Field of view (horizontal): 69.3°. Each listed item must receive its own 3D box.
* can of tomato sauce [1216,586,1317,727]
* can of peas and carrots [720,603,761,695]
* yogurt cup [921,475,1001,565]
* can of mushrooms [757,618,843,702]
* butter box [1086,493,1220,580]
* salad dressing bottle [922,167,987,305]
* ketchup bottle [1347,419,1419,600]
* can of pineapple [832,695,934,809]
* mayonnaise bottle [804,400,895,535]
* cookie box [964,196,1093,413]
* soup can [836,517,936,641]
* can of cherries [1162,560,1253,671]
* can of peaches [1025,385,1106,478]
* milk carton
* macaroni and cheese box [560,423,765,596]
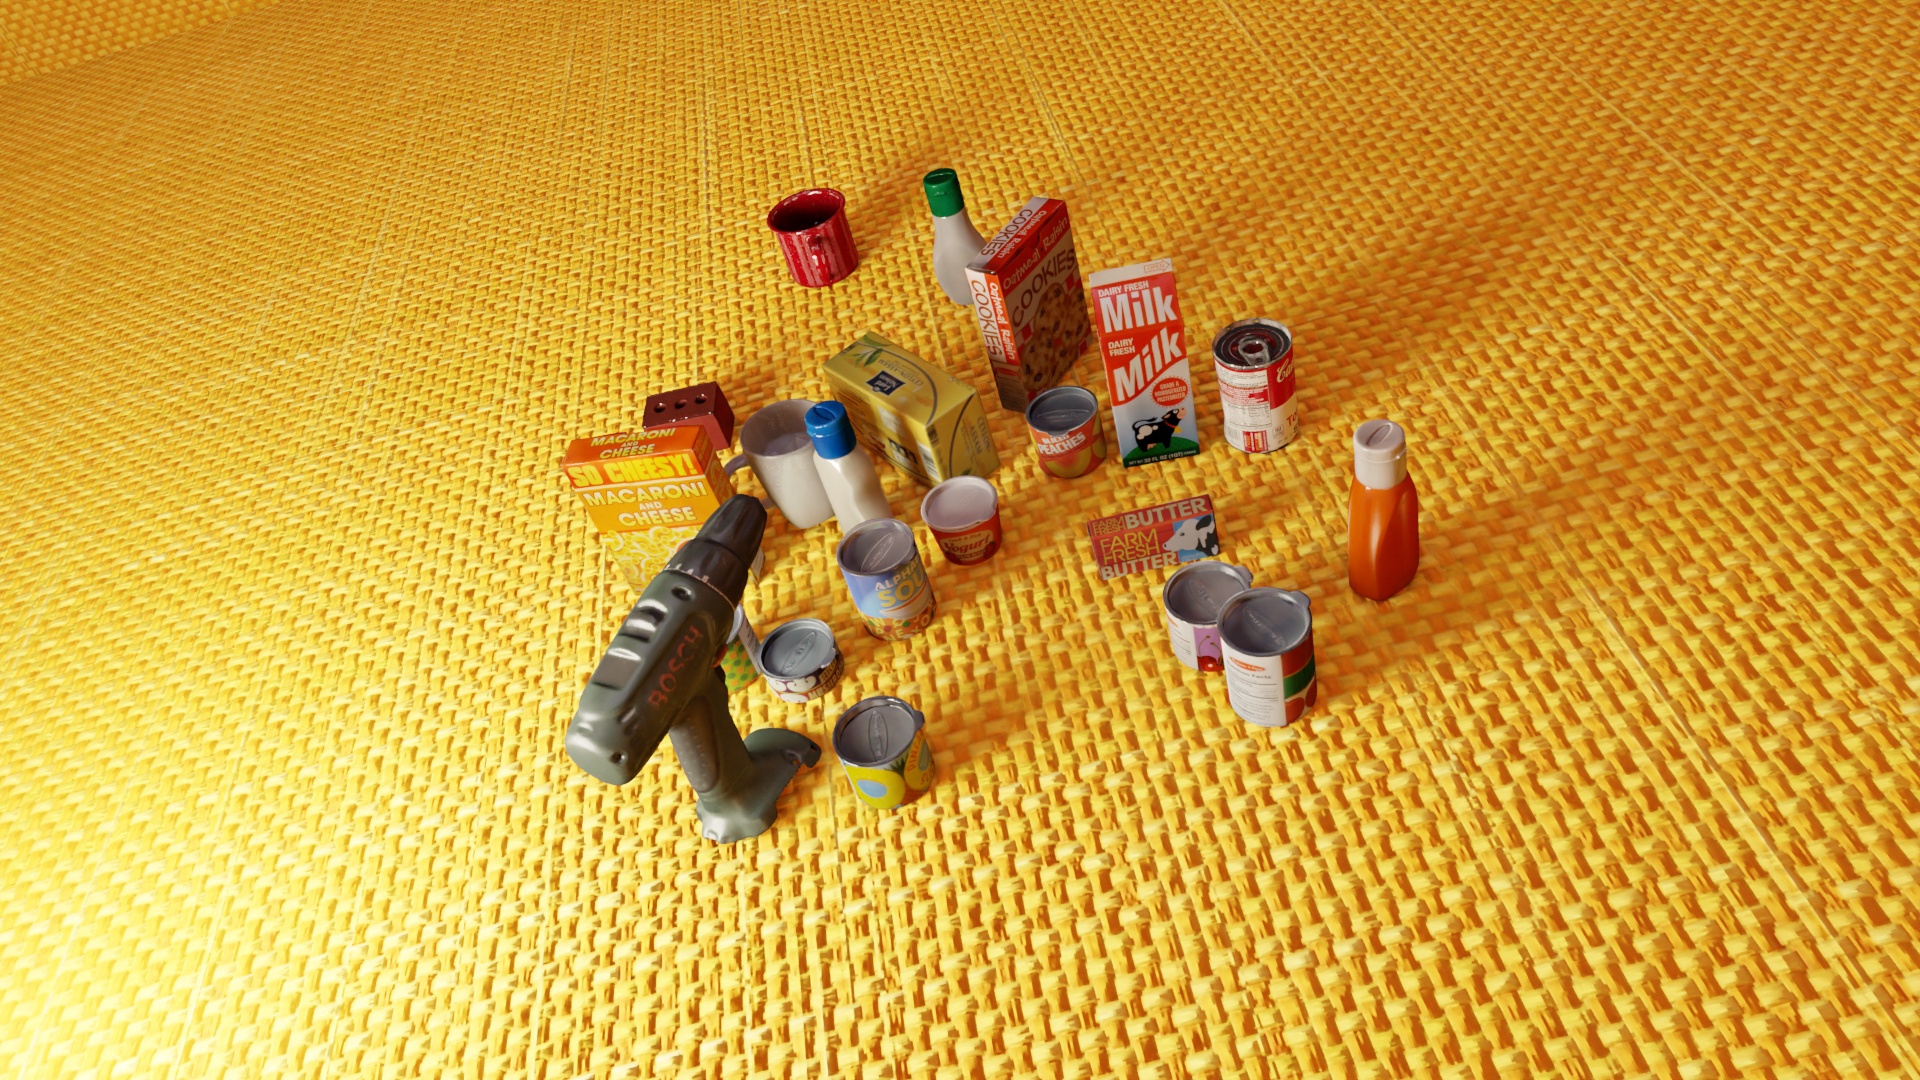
[{"bbox_3d":[0.226,0.084,1.013,0.071,0.082,0.071,-9,43,9],"label":"can of tomato sauce"},{"bbox_3d":[-0.206,0.090,1.167,0.071,0.058,0.071,-9,43,9],"label":"can of peas and carrots"},{"bbox_3d":[0.004,-0.015,1.211,0.072,0.053,0.073,-9,43,9],"label":"yogurt cup"},{"bbox_3d":[-0.130,0.100,1.150,0.071,0.033,0.071,-9,43,9],"label":"can of mushrooms"},{"bbox_3d":[0.160,-0.002,1.147,0.103,0.053,0.024,-13,43,5],"label":"butter box"},{"bbox_3d":[-0.004,-0.319,1.461,0.064,0.147,0.044,-6,44,13],"label":"salad dressing bottle"},{"bbox_3d":[0.319,-0.024,1.048,0.043,0.148,0.065,28,59,38],"label":"ketchup bottle"},{"bbox_3d":[-0.055,0.160,1.045,0.071,0.057,0.071,-9,43,9],"label":"can of pineapple"},{"bbox_3d":[-0.097,-0.056,1.217,0.041,0.147,0.065,-39,46,-21],"label":"mayonnaise bottle"},{"bbox_3d":[0.070,-0.223,1.322,0.040,0.166,0.123,17,53,32],"label":"cookie box"},{"bbox_3d":[-0.058,0.034,1.158,0.071,0.083,0.072,-9,43,9],"label":"soup can"},{"bbox_3d":[0.195,0.058,1.069,0.071,0.058,0.072,-9,43,9],"label":"can of cherries"},{"bbox_3d":[0.096,-0.097,1.263,0.071,0.057,0.071,-9,43,9],"label":"can of peaches"},{"bbox_3d":[0.160,-0.161,1.211,0.072,0.189,0.074,-11,43,8],"label":"milk carton"},{"bbox_3d":[-0.259,-0.025,1.224,0.124,0.165,0.040,-6,44,13],"label":"macaroni and cheese box"}]
